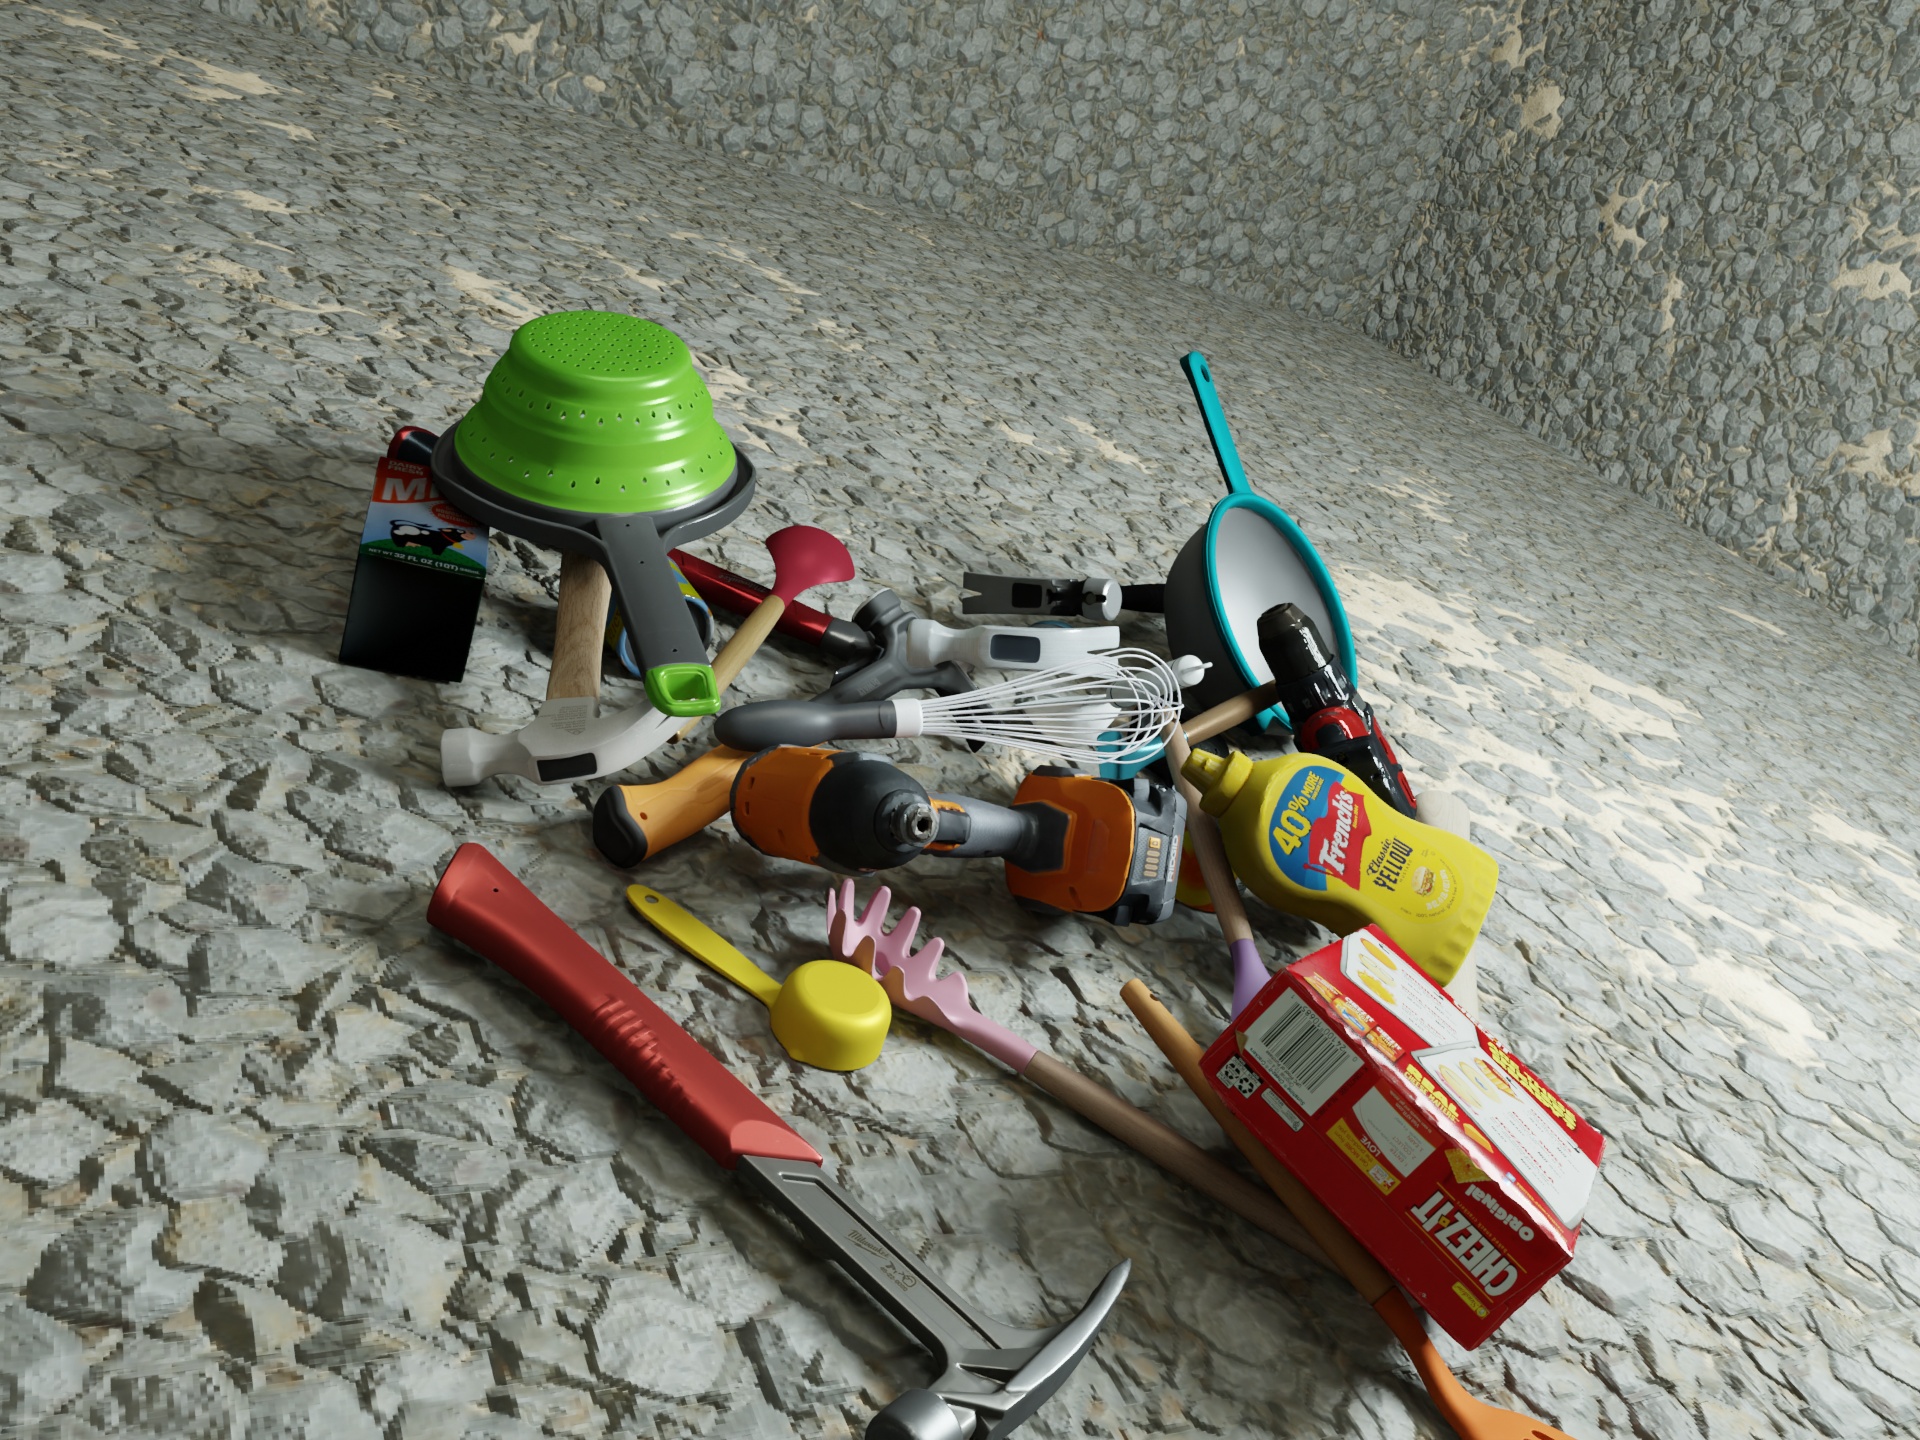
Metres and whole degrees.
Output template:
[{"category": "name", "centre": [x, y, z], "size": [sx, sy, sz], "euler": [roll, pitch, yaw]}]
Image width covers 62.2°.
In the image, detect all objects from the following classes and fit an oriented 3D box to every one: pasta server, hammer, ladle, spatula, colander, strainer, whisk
[{"category": "pasta server", "centre": [0.061, 0.177, 0.783], "size": [0.316, 0.040, 0.060], "euler": [30, 16, 15]}, {"category": "hammer", "centre": [0.136, -0.105, 1.363], "size": [0.146, 0.035, 0.334], "euler": [6, 6, 33]}, {"category": "ladle", "centre": [-0.132, -0.065, 1.046], "size": [0.069, 0.031, 0.316], "euler": [24, 31, 0]}, {"category": "spatula", "centre": [0.182, 0.235, 0.723], "size": [0.081, 0.041, 0.323], "euler": [8, 36, -54]}, {"category": "hammer", "centre": [-0.095, 0.015, 0.960], "size": [0.127, 0.034, 0.337], "euler": [49, 35, 5]}, {"category": "colander", "centre": [-0.200, -0.148, 0.944], "size": [0.204, 0.094, 0.398], "euler": [-5, 38, -22]}, {"category": "hammer", "centre": [-0.235, -0.115, 1.128], "size": [0.386, 0.038, 0.143], "euler": [23, 27, 3]}, {"category": "hammer", "centre": [0.052, -0.055, 1.123], "size": [0.128, 0.033, 0.331], "euler": [4, 5, 8]}, {"category": "hammer", "centre": [-0.224, -0.078, 0.960], "size": [0.130, 0.031, 0.332], "euler": [-4, 39, -5]}, {"category": "hammer", "centre": [0.336, 0.145, 1.064], "size": [0.146, 0.038, 0.411], "euler": [26, 25, 6]}, {"category": "strainer", "centre": [0.212, -0.132, 1.311], "size": [0.211, 0.095, 0.340], "euler": [-3, 73, -50]}, {"category": "strainer", "centre": [0.105, -0.014, 1.081], "size": [0.087, 0.050, 0.258], "euler": [-7, -5, -20]}, {"category": "spatula", "centre": [0.176, 0.008, 1.111], "size": [0.044, 0.082, 0.317], "euler": [0, 16, 42]}, {"category": "spatula", "centre": [0.159, 0.111, 0.929], "size": [0.059, 0.018, 0.316], "euler": [11, 44, -24]}, {"category": "whisk", "centre": [-0.001, -0.004, 0.926], "size": [0.284, 0.070, 0.070], "euler": [-3, 32, -17]}, {"category": "hammer", "centre": [-0.100, 0.163, 0.685], "size": [0.359, 0.036, 0.149], "euler": [35, 28, 25]}]

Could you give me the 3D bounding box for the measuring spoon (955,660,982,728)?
[{"category": "measuring spoon", "centre": [0.004, -0.030, 1.169], "size": [0.034, 0.018, 0.124], "euler": [14, 27, -17]}]

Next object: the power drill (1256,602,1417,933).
[{"category": "power drill", "centre": [0.253, 0.024, 1.082], "size": [0.188, 0.080, 0.227], "euler": [61, 19, -10]}]

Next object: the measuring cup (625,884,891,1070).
[{"category": "measuring cup", "centre": [-0.101, 0.115, 0.783], "size": [0.156, 0.029, 0.062], "euler": [32, 27, 16]}]

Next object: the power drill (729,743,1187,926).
[{"category": "power drill", "centre": [0.009, 0.059, 0.854], "size": [0.226, 0.084, 0.164], "euler": [10, -3, -30]}]
